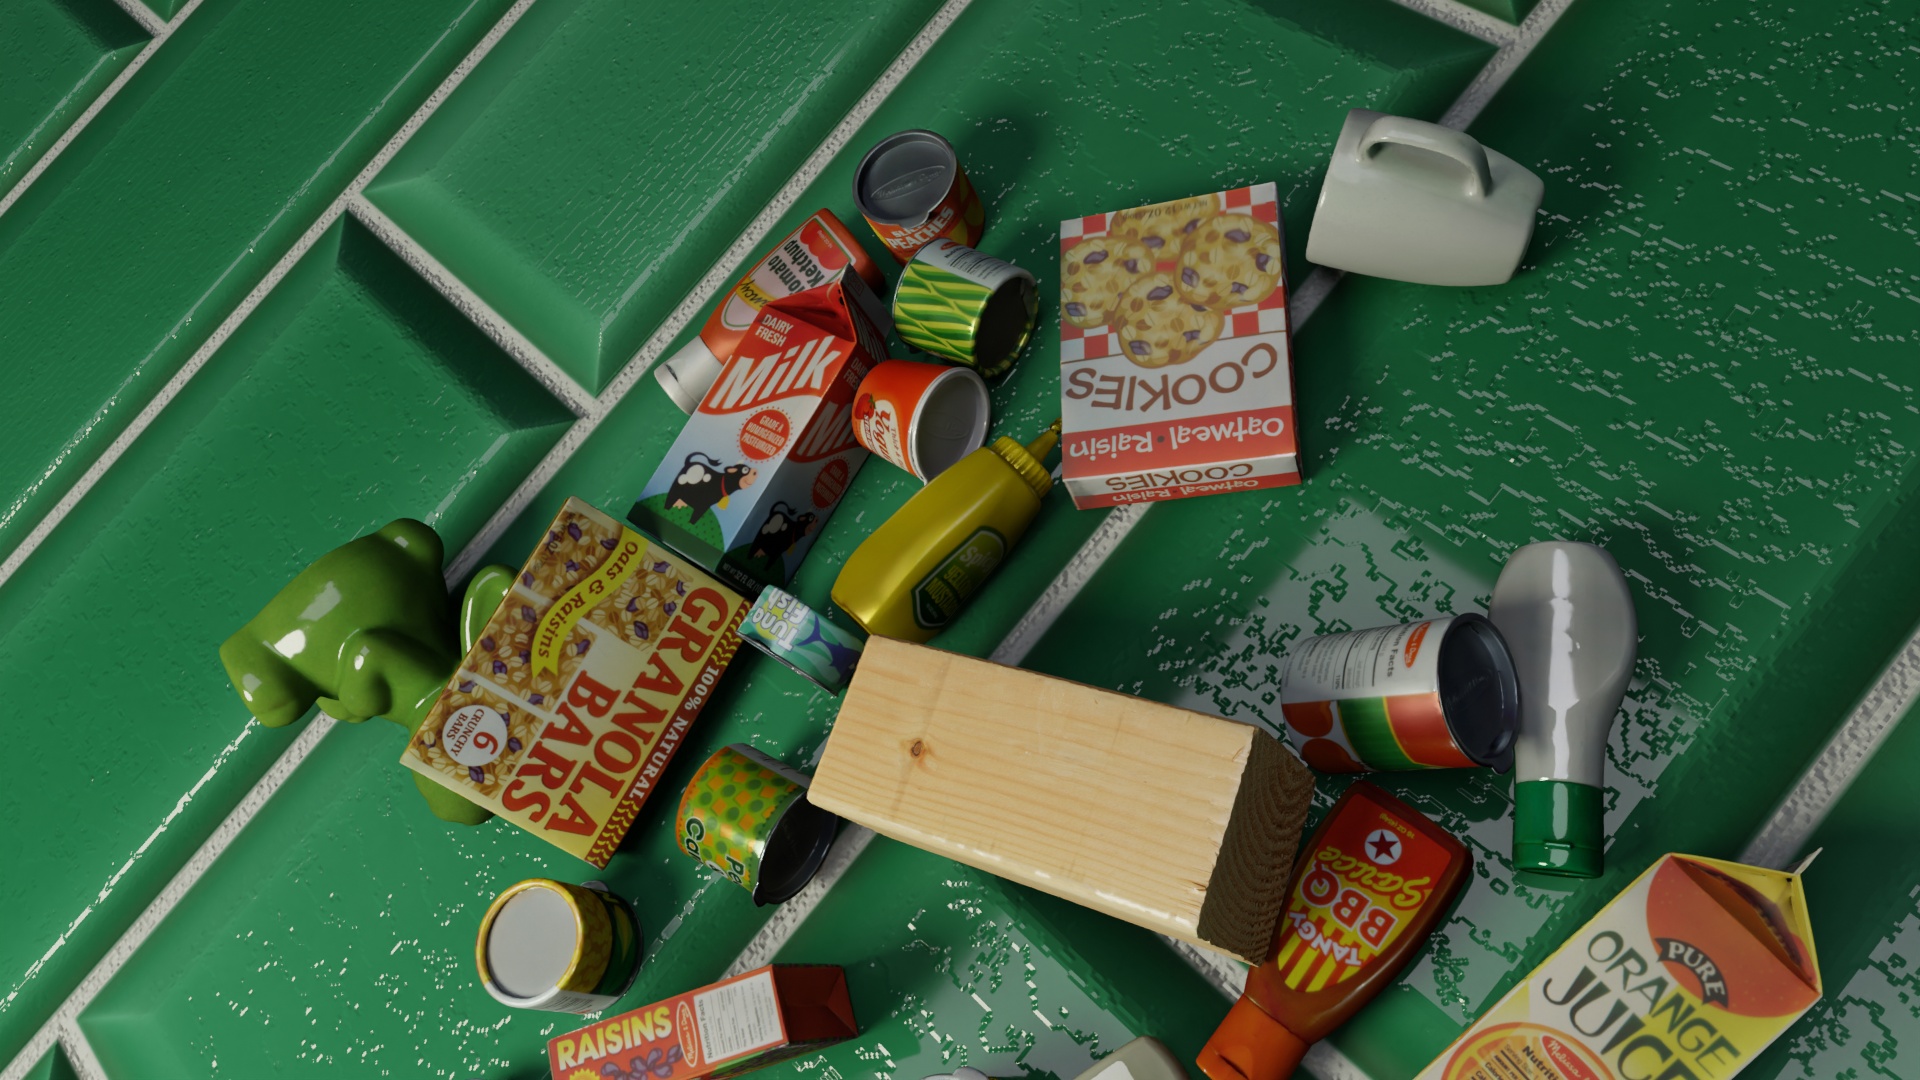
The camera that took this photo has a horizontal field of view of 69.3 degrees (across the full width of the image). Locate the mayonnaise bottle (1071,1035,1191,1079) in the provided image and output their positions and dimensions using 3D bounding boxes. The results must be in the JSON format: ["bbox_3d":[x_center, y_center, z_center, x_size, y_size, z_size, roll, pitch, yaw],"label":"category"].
[{"bbox_3d":[0.100,0.295,0.601,0.065,0.041,0.148,-35,61,2],"label":"mayonnaise bottle"}]

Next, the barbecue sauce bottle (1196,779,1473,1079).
[{"bbox_3d":[0.163,0.184,0.622,0.065,0.043,0.148,33,83,31],"label":"barbecue sauce bottle"}]

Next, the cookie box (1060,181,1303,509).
[{"bbox_3d":[0.118,-0.105,0.760,0.123,0.040,0.168,-6,66,18],"label":"cookie box"}]

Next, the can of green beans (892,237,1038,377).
[{"bbox_3d":[0.004,-0.133,0.798,0.058,0.071,0.071,27,80,27],"label":"can of green beans"}]

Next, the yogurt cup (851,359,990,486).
[{"bbox_3d":[-0.024,-0.070,0.784,0.054,0.072,0.072,21,78,34],"label":"yogurt cup"}]

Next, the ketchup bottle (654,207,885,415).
[{"bbox_3d":[-0.120,-0.137,0.857,0.149,0.043,0.065,-39,61,2],"label":"ketchup bottle"}]

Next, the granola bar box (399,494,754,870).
[{"bbox_3d":[-0.206,0.077,0.766,0.124,0.039,0.166,33,80,-14],"label":"granola bar box"}]

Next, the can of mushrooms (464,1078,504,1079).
[{"bbox_3d":[-0.249,0.318,0.724,0.071,0.033,0.071,-7,67,17],"label":"can of mushrooms"}]

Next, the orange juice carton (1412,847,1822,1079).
[{"bbox_3d":[0.271,0.193,0.563,0.193,0.071,0.073,-42,62,0],"label":"orange juice carton"}]

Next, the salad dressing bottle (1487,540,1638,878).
[{"bbox_3d":[0.271,0.076,0.628,0.064,0.044,0.148,1,71,24],"label":"salad dressing bottle"}]

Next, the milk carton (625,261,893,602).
[{"bbox_3d":[-0.100,-0.066,0.804,0.073,0.072,0.191,27,80,27],"label":"milk carton"}]

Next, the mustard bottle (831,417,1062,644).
[{"bbox_3d":[0.003,-0.009,0.750,0.160,0.065,0.049,-46,57,-6],"label":"mustard bottle"}]

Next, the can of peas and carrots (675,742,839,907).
[{"bbox_3d":[-0.106,0.148,0.722,0.059,0.071,0.071,21,78,27],"label":"can of peas and carrots"}]

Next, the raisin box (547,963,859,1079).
[{"bbox_3d":[-0.124,0.244,0.679,0.123,0.086,0.040,-21,68,11],"label":"raisin box"}]

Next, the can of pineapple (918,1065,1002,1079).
[{"bbox_3d":[0.003,0.278,0.634,0.071,0.057,0.071,-7,67,17],"label":"can of pineapple"}]

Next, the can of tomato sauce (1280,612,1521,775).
[{"bbox_3d":[0.198,0.072,0.626,0.083,0.071,0.071,-15,60,48],"label":"can of tomato sauce"}]

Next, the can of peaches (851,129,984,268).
[{"bbox_3d":[-0.024,-0.202,0.841,0.071,0.058,0.071,-7,67,17],"label":"can of peaches"}]

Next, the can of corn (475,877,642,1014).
[{"bbox_3d":[-0.213,0.214,0.739,0.071,0.058,0.071,-7,67,17],"label":"can of corn"}]

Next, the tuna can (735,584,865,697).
[{"bbox_3d":[-0.087,0.053,0.752,0.071,0.071,0.033,27,80,27],"label":"tuna can"}]
